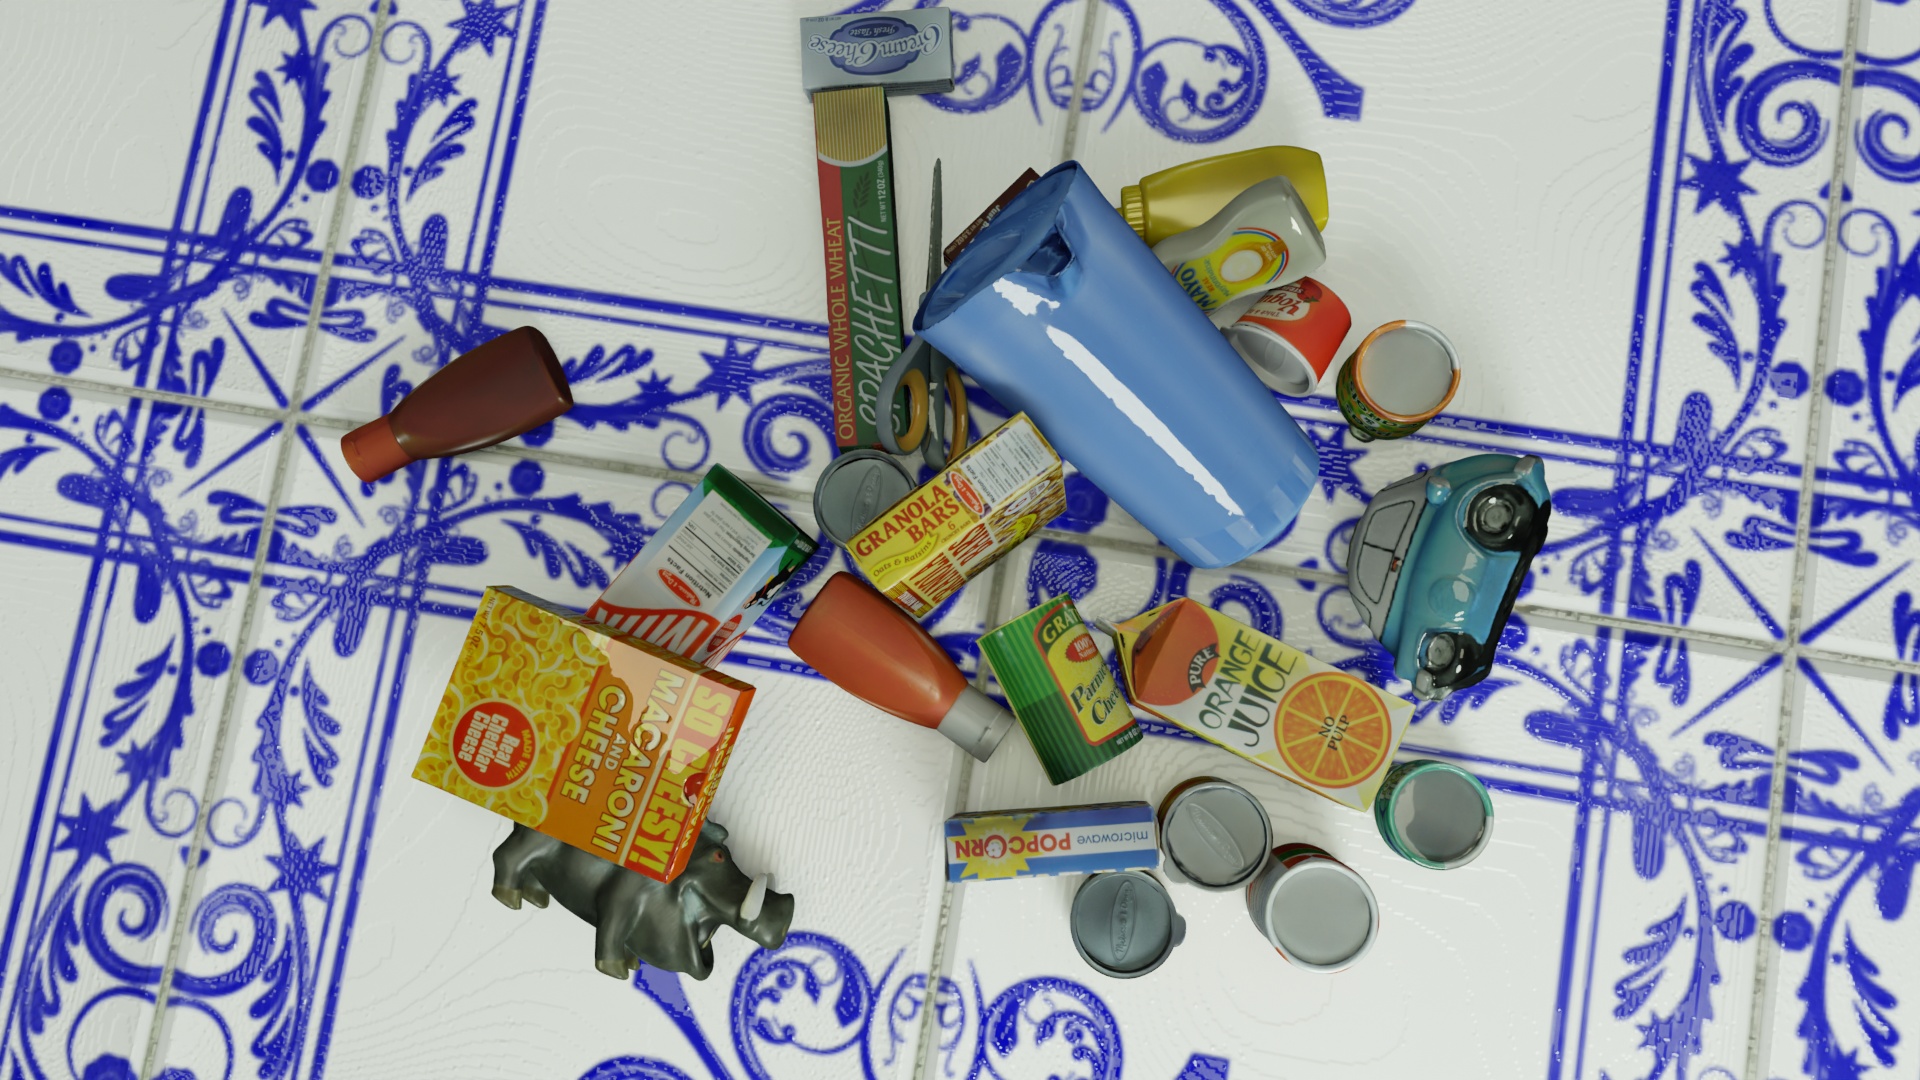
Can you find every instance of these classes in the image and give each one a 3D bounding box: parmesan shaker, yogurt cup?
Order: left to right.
[{"bbox_3d":[0.064,0.092,0.870,0.071,0.071,0.103,-28,84,0],"label":"parmesan shaker"},{"bbox_3d":[0.213,-0.133,0.889,0.072,0.072,0.054,38,79,7],"label":"yogurt cup"}]

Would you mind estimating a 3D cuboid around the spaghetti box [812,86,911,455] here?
[{"bbox_3d":[-0.065,-0.180,0.931,0.050,0.028,0.250,-5,82,4],"label":"spaghetti box"}]

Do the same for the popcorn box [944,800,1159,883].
[{"bbox_3d":[0.056,0.183,0.848,0.127,0.085,0.038,-5,82,4],"label":"popcorn box"}]

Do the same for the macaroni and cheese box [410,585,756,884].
[{"bbox_3d":[-0.223,0.114,0.826,0.166,0.040,0.123,21,90,5],"label":"macaroni and cheese box"}]

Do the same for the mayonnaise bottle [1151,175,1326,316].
[{"bbox_3d":[0.152,-0.170,0.882,0.148,0.041,0.064,-25,124,26],"label":"mayonnaise bottle"}]

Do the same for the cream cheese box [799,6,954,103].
[{"bbox_3d":[-0.057,-0.333,0.951,0.104,0.024,0.053,-3,84,4],"label":"cream cheese box"}]

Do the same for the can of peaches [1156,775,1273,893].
[{"bbox_3d":[0.153,0.181,0.856,0.071,0.058,0.071,0,84,4],"label":"can of peaches"}]

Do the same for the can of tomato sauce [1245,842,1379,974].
[{"bbox_3d":[0.212,0.220,0.834,0.071,0.083,0.071,0,83,4],"label":"can of tomato sauce"}]

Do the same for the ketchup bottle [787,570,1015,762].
[{"bbox_3d":[-0.035,0.085,0.887,0.149,0.043,0.064,35,95,7],"label":"ketchup bottle"}]

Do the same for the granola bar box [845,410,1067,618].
[{"bbox_3d":[0.003,-0.010,0.836,0.124,0.165,0.039,-37,80,-1],"label":"granola bar box"}]

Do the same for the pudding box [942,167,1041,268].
[{"bbox_3d":[0.034,-0.200,0.925,0.084,0.030,0.050,-44,83,-2],"label":"pudding box"}]

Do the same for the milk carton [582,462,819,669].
[{"bbox_3d":[-0.184,0.049,0.888,0.073,0.072,0.190,40,86,8],"label":"milk carton"}]

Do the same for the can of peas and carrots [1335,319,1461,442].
[{"bbox_3d":[0.276,-0.099,0.882,0.071,0.058,0.071,-1,83,4],"label":"can of peas and carrots"}]

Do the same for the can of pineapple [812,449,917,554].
[{"bbox_3d":[-0.056,-0.020,0.895,0.071,0.058,0.071,0,83,4],"label":"can of pineapple"}]

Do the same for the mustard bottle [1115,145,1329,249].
[{"bbox_3d":[0.156,-0.219,0.910,0.160,0.049,0.065,-5,83,4],"label":"mustard bottle"}]

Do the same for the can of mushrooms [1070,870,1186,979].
[{"bbox_3d":[0.104,0.237,0.864,0.071,0.033,0.071,-1,82,4],"label":"can of mushrooms"}]

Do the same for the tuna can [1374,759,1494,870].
[{"bbox_3d":[0.292,0.168,0.861,0.071,0.033,0.071,0,83,3],"label":"tuna can"}]

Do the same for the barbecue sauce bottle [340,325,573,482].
[{"bbox_3d":[-0.339,-0.086,0.930,0.148,0.043,0.065,-25,82,1],"label":"barbecue sauce bottle"}]

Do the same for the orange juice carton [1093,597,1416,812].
[{"bbox_3d":[0.170,0.092,0.859,0.193,0.071,0.073,25,85,6],"label":"orange juice carton"}]
